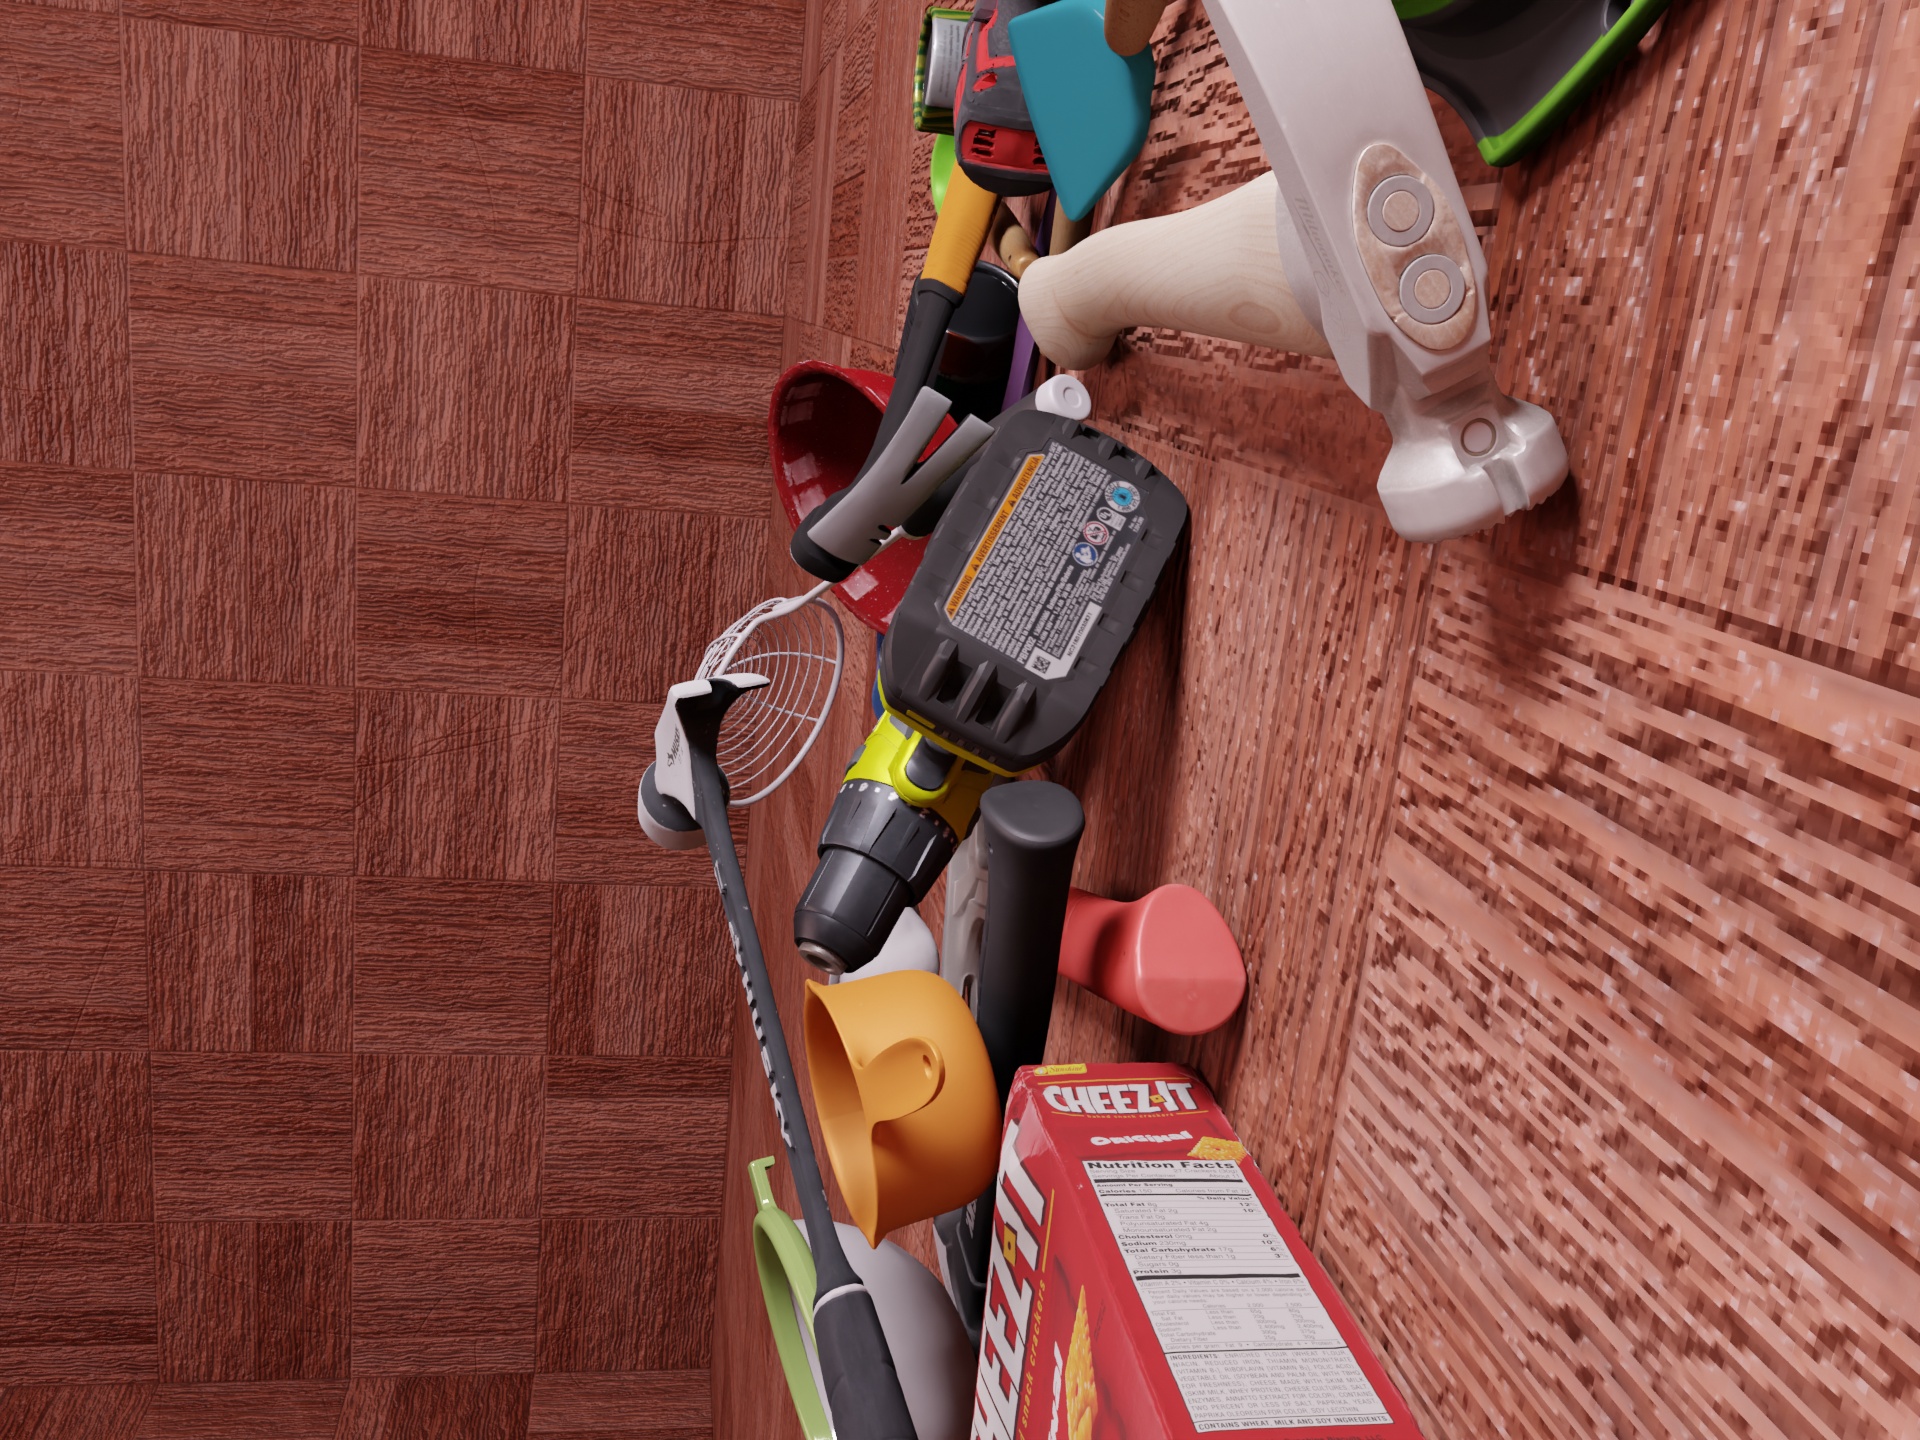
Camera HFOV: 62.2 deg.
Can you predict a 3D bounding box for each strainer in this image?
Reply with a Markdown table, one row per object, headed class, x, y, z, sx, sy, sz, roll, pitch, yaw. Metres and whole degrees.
| class | x | y | z | sx | sy | sz | roll | pitch | yaw |
| --- | --- | --- | --- | --- | --- | --- | --- | --- | --- |
| strainer | -0.010 | 0.281 | 0.608 | 0.257 | 0.069 | 0.151 | -142 | 40 | -60 |
| strainer | -0.026 | 0.065 | 0.856 | 0.086 | 0.050 | 0.258 | 21 | -105 | -60 |

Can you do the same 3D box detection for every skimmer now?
| class | x | y | z | sx | sy | sz | roll | pitch | yaw |
| --- | --- | --- | --- | --- | --- | --- | --- | --- | --- |
| skimmer | -0.036 | -0.052 | 0.786 | 0.127 | 0.090 | 0.363 | -43 | 9 | -38 |

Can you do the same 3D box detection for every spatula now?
| class | x | y | z | sx | sy | sz | roll | pitch | yaw |
| --- | --- | --- | --- | --- | --- | --- | --- | --- | --- |
| spatula | 0.021 | -0.126 | 0.798 | 0.060 | 0.018 | 0.316 | -135 | 56 | -81 |
| spatula | 0.044 | -0.215 | 0.499 | 0.317 | 0.044 | 0.082 | -78 | -30 | -77 |

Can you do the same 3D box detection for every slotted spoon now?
| class | x | y | z | sx | sy | sz | roll | pitch | yaw |
| --- | --- | --- | --- | --- | --- | --- | --- | --- | --- |
| slotted spoon | 0.014 | -0.282 | 0.877 | 0.314 | 0.031 | 0.070 | -104 | 18 | -61 |

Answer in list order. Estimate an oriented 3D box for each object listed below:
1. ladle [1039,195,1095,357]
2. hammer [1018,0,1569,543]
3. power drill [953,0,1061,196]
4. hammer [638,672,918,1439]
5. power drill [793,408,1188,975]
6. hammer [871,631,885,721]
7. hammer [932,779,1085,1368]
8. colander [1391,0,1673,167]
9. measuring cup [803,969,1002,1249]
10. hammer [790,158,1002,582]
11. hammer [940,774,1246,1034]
| class | x | y | z | sx | sy | sz | roll | pitch | yaw |
| --- | --- | --- | --- | --- | --- | --- | --- | --- | --- |
| ladle | 0.067 | -0.263 | 0.633 | 0.320 | 0.062 | 0.078 | 97 | -174 | -56 |
| hammer | 0.059 | -0.150 | 0.504 | 0.146 | 0.038 | 0.411 | 63 | 180 | -15 |
| power drill | 0.038 | -0.353 | 0.675 | 0.219 | 0.078 | 0.143 | 100 | 178 | -49 |
| hammer | -0.041 | 0.172 | 0.515 | 0.149 | 0.036 | 0.409 | 117 | 138 | -61 |
| power drill | -0.001 | -0.002 | 0.649 | 0.191 | 0.080 | 0.228 | -61 | 1 | -26 |
| hammer | -0.047 | -0.092 | 1.070 | 0.406 | 0.035 | 0.144 | -102 | 18 | -68 |
| hammer | 0.018 | 0.150 | 0.614 | 0.146 | 0.035 | 0.334 | -111 | 18 | -44 |
| colander | 0.091 | -0.326 | 0.364 | 0.204 | 0.094 | 0.397 | 125 | 146 | -70 |
| measuring cup | -0.009 | 0.119 | 0.526 | 0.173 | 0.052 | 0.095 | 129 | 128 | -65 |
| hammer | -0.001 | -0.223 | 0.752 | 0.127 | 0.034 | 0.337 | -37 | 32 | 50 |
| hammer | 0.038 | 0.095 | 0.671 | 0.359 | 0.036 | 0.149 | 177 | 96 | -79 |
